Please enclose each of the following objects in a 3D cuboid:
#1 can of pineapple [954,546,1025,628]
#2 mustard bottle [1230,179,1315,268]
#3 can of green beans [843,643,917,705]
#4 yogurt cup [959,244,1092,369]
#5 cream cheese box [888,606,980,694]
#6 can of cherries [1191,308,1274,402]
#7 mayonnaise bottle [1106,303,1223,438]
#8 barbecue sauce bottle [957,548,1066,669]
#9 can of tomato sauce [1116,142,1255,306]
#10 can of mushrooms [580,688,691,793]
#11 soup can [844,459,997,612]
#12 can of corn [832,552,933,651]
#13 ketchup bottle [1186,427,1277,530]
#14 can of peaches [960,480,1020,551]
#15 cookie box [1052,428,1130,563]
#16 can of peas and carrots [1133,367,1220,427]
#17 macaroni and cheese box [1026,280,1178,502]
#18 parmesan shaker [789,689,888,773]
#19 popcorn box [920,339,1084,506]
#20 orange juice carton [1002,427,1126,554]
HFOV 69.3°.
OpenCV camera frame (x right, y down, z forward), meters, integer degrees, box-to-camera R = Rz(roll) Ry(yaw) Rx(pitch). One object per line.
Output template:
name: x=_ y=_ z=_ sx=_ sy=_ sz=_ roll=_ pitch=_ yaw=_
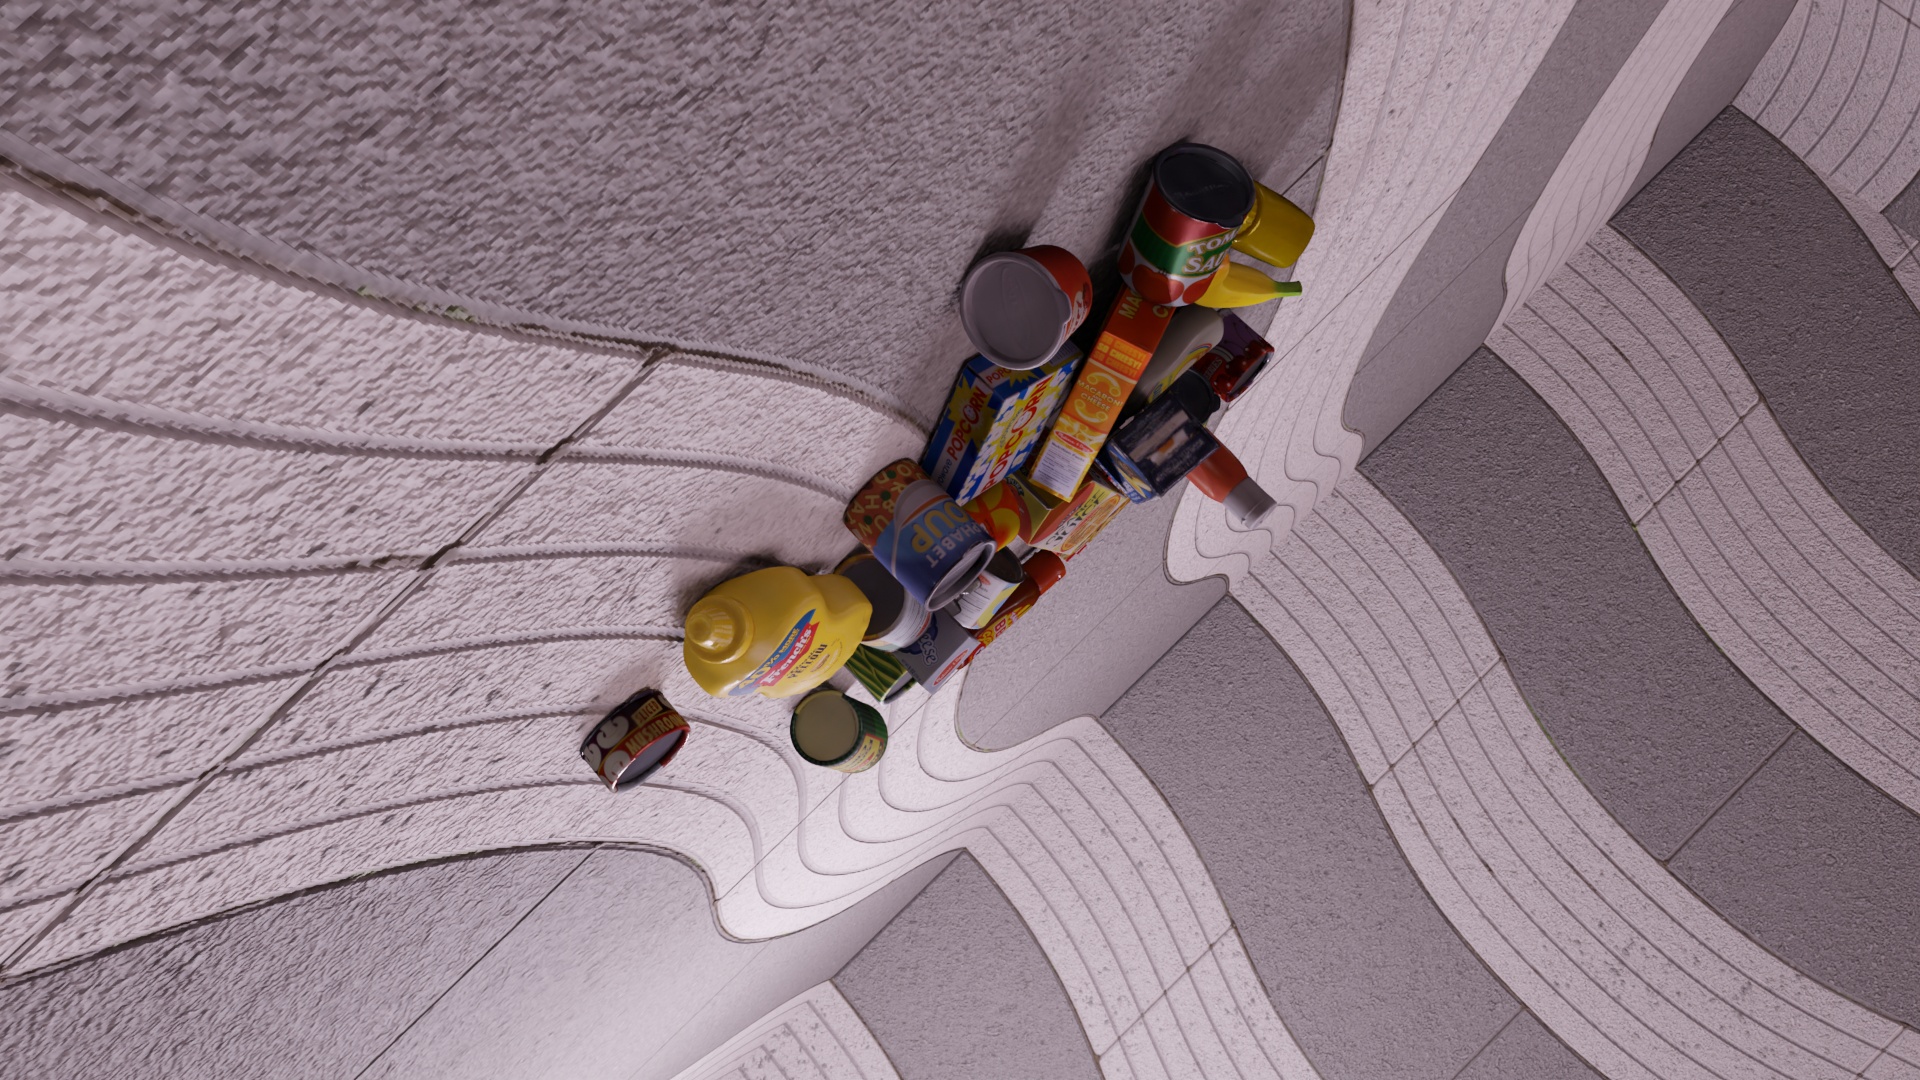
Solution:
can of pineapple: x=0.012 y=0.032 z=1.173 sx=0.057 sy=0.071 sz=0.071 roll=-51 pitch=164 yaw=24
mustard bottle: x=0.202 y=-0.230 z=0.985 sx=0.160 sy=0.065 sz=0.048 roll=-5 pitch=129 yaw=-60
can of green beans: x=-0.062 y=0.096 z=1.165 sx=0.071 sy=0.058 sz=0.071 roll=-41 pitch=165 yaw=-14
yogurt cup: x=0.041 y=-0.138 z=0.799 sx=0.054 sy=0.072 sz=0.072 roll=-39 pitch=166 yaw=-52
cream cheese box: x=-0.036 y=0.063 z=1.055 sx=0.053 sy=0.104 sz=0.024 roll=-45 pitch=146 yaw=-1
can of cherries: x=0.241 y=-0.166 z=1.260 sx=0.071 sy=0.058 sz=0.071 roll=-41 pitch=165 yaw=-14
mayonnaise bottle: x=0.150 y=-0.134 z=1.138 sx=0.148 sy=0.041 sz=0.064 roll=-42 pitch=168 yaw=-6
barbecue sauce bottle: x=0.041 y=0.064 z=1.381 sx=0.149 sy=0.044 sz=0.064 roll=-39 pitch=163 yaw=-21
can of tomato sauce: x=0.144 y=-0.200 z=0.891 sx=0.071 sy=0.071 sz=0.082 roll=-36 pitch=163 yaw=-28
can of mushrooms: x=-0.211 y=0.131 z=0.911 sx=0.071 sy=0.033 sz=0.070 roll=-40 pitch=164 yaw=-14
soup can: x=-0.026 y=-0.006 z=0.934 sx=0.071 sy=0.084 sz=0.071 roll=-41 pitch=165 yaw=-14
can of corn: x=-0.061 y=0.044 z=1.015 sx=0.071 sy=0.071 sz=0.058 roll=-45 pitch=161 yaw=3
ketchup bottle: x=0.235 y=-0.073 z=1.320 sx=0.043 sy=0.149 sz=0.064 roll=-40 pitch=164 yaw=-13
can of peaches: x=0.004 y=-0.013 z=1.020 sx=0.058 sy=0.071 sz=0.071 roll=-33 pitch=161 yaw=-40
cookie box: x=0.120 y=-0.042 z=1.309 sx=0.123 sy=0.040 sz=0.167 roll=-45 pitch=165 yaw=4
can of peas and carrots: x=0.193 y=-0.116 z=1.248 sx=0.071 sy=0.071 sz=0.058 roll=-41 pitch=165 yaw=-14
macaroni and cheese box: x=0.108 y=-0.123 z=0.987 sx=0.124 sy=0.040 sz=0.165 roll=-61 pitch=177 yaw=-38
parmesan shaker: x=-0.109 y=0.172 z=1.230 sx=0.071 sy=0.071 sz=0.103 roll=-44 pitch=165 yaw=-2
popcorn box: x=0.024 y=-0.083 z=0.949 sx=0.085 sy=0.038 sz=0.126 roll=-33 pitch=161 yaw=-37
orange juice carton: x=0.068 y=-0.041 z=1.109 sx=0.073 sy=0.072 sz=0.193 roll=-46 pitch=165 yaw=10
